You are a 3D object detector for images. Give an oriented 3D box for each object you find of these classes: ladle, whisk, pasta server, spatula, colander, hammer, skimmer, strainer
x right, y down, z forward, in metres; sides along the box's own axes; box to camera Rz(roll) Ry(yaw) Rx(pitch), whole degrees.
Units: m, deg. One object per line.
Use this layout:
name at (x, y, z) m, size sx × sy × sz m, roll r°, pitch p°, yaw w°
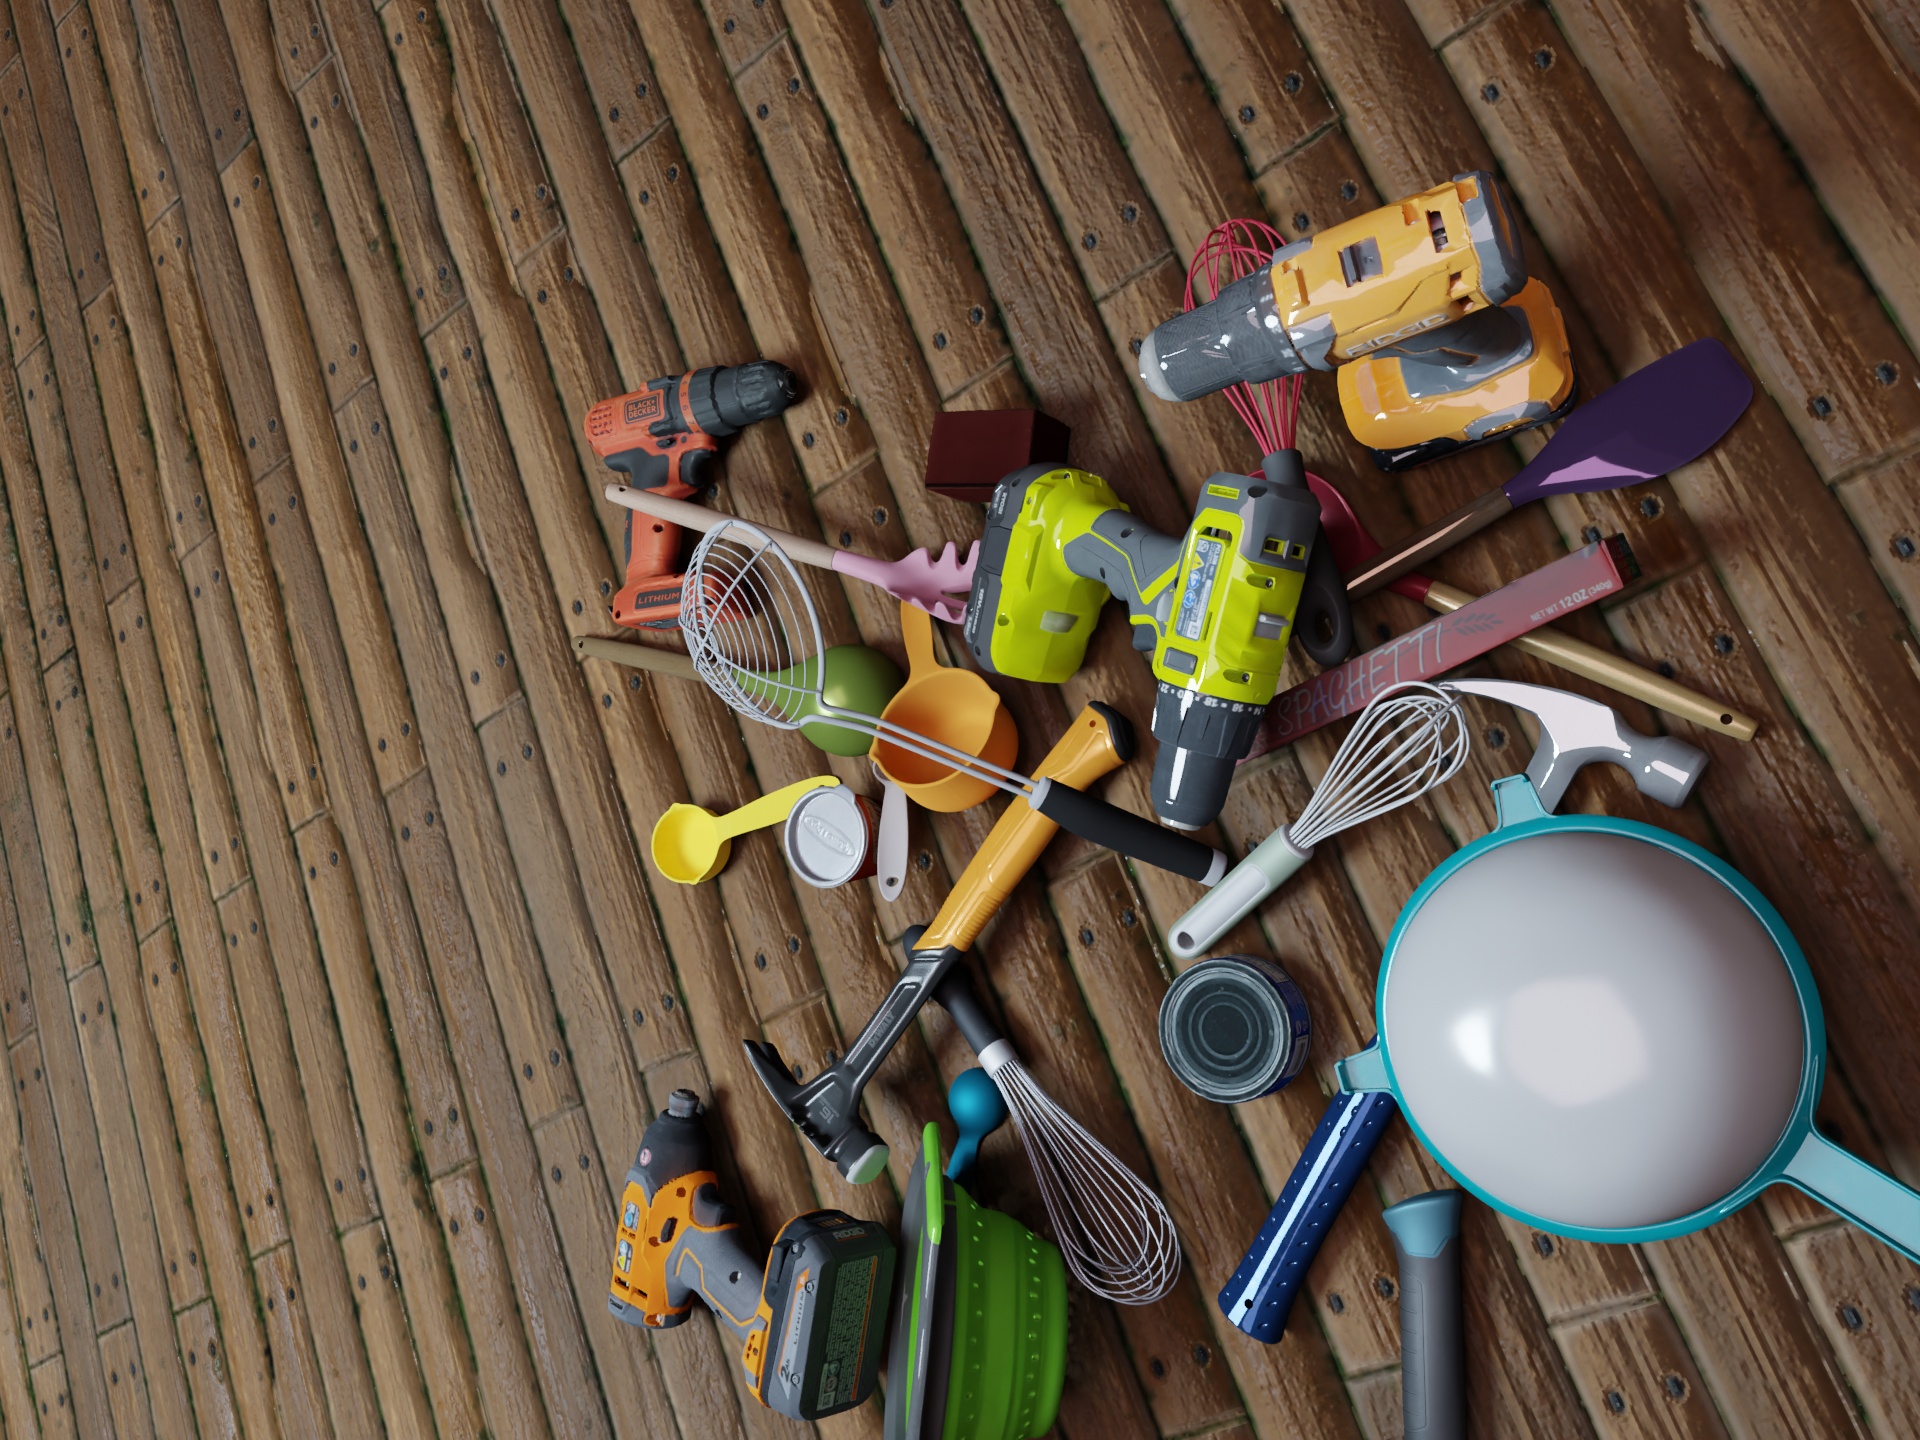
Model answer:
ladle at (-0.172, -0.034, 1.163) m, size 0.320 × 0.062 × 0.078 m, roll 12°, pitch 93°, yaw 38°
whisk at (0.194, 0.064, 0.896) m, size 0.058 × 0.059 × 0.246 m, roll 49°, pitch 127°, yaw 12°
pasta server at (-0.110, -0.123, 1.089) m, size 0.316 × 0.040 × 0.060 m, roll 18°, pitch 56°, yaw 18°
spatula at (0.279, -0.107, 0.876) m, size 0.316 × 0.018 × 0.060 m, roll -30°, pitch 66°, yaw 16°
colander at (0.000, 0.444, 0.981) m, size 0.094 × 0.205 × 0.397 m, roll 6°, pitch 109°, yaw -5°
hammer at (0.257, 0.423, 0.861) m, size 0.128 × 0.033 × 0.331 m, roll -4°, pitch 84°, yaw 32°
whisk at (0.043, 0.238, 0.998) m, size 0.070 × 0.070 × 0.285 m, roll -48°, pitch 59°, yaw 19°
whisk at (0.181, -0.167, 0.915) m, size 0.073 × 0.073 × 0.296 m, roll -21°, pitch 66°, yaw 28°
hammer at (0.247, 0.165, 0.887) m, size 0.144 × 0.035 × 0.405 m, roll 32°, pitch 102°, yaw 29°
ladle at (0.286, -0.063, 0.888) m, size 0.316 × 0.031 × 0.069 m, roll 30°, pitch 101°, yaw 28°
skimmer at (-0.002, -0.003, 0.952) m, size 0.127 × 0.363 × 0.090 m, roll 123°, pitch 167°, yaw -50°
strainer at (0.337, 0.180, 0.727) m, size 0.341 × 0.095 × 0.211 m, roll 33°, pitch 104°, yaw 30°
hammer at (-0.006, 0.125, 1.015) m, size 0.127 × 0.034 × 0.337 m, roll 40°, pitch 97°, yaw 35°

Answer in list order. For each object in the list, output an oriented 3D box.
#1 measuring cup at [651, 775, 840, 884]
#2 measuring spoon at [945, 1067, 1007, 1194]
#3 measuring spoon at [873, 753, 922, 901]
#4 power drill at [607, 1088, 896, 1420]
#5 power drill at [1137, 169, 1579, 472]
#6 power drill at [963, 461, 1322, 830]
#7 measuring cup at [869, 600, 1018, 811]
measuring cup at (-0.151, 0.073, 1.149) m, size 0.156 × 0.029 × 0.062 m, roll -22°, pitch 75°, yaw 16°
measuring spoon at (-0.003, 0.290, 1.036) m, size 0.042 × 0.021 × 0.128 m, roll 17°, pitch 95°, yaw 31°
measuring spoon at (-0.042, 0.069, 1.054) m, size 0.034 × 0.018 × 0.124 m, roll -9°, pitch 52°, yaw 13°
power drill at (-0.150, 0.354, 1.077) m, size 0.227 × 0.084 × 0.164 m, roll 10°, pitch 91°, yaw 43°
power drill at (0.213, -0.192, 0.825) m, size 0.185 × 0.226 × 0.084 m, roll -17°, pitch 77°, yaw 29°
power drill at (0.098, -0.055, 0.921) m, size 0.229 × 0.080 × 0.190 m, roll 25°, pitch 105°, yaw 54°
measuring cup at (-0.012, -0.016, 1.058) m, size 0.095 × 0.052 × 0.174 m, roll -24°, pitch 49°, yaw 16°
